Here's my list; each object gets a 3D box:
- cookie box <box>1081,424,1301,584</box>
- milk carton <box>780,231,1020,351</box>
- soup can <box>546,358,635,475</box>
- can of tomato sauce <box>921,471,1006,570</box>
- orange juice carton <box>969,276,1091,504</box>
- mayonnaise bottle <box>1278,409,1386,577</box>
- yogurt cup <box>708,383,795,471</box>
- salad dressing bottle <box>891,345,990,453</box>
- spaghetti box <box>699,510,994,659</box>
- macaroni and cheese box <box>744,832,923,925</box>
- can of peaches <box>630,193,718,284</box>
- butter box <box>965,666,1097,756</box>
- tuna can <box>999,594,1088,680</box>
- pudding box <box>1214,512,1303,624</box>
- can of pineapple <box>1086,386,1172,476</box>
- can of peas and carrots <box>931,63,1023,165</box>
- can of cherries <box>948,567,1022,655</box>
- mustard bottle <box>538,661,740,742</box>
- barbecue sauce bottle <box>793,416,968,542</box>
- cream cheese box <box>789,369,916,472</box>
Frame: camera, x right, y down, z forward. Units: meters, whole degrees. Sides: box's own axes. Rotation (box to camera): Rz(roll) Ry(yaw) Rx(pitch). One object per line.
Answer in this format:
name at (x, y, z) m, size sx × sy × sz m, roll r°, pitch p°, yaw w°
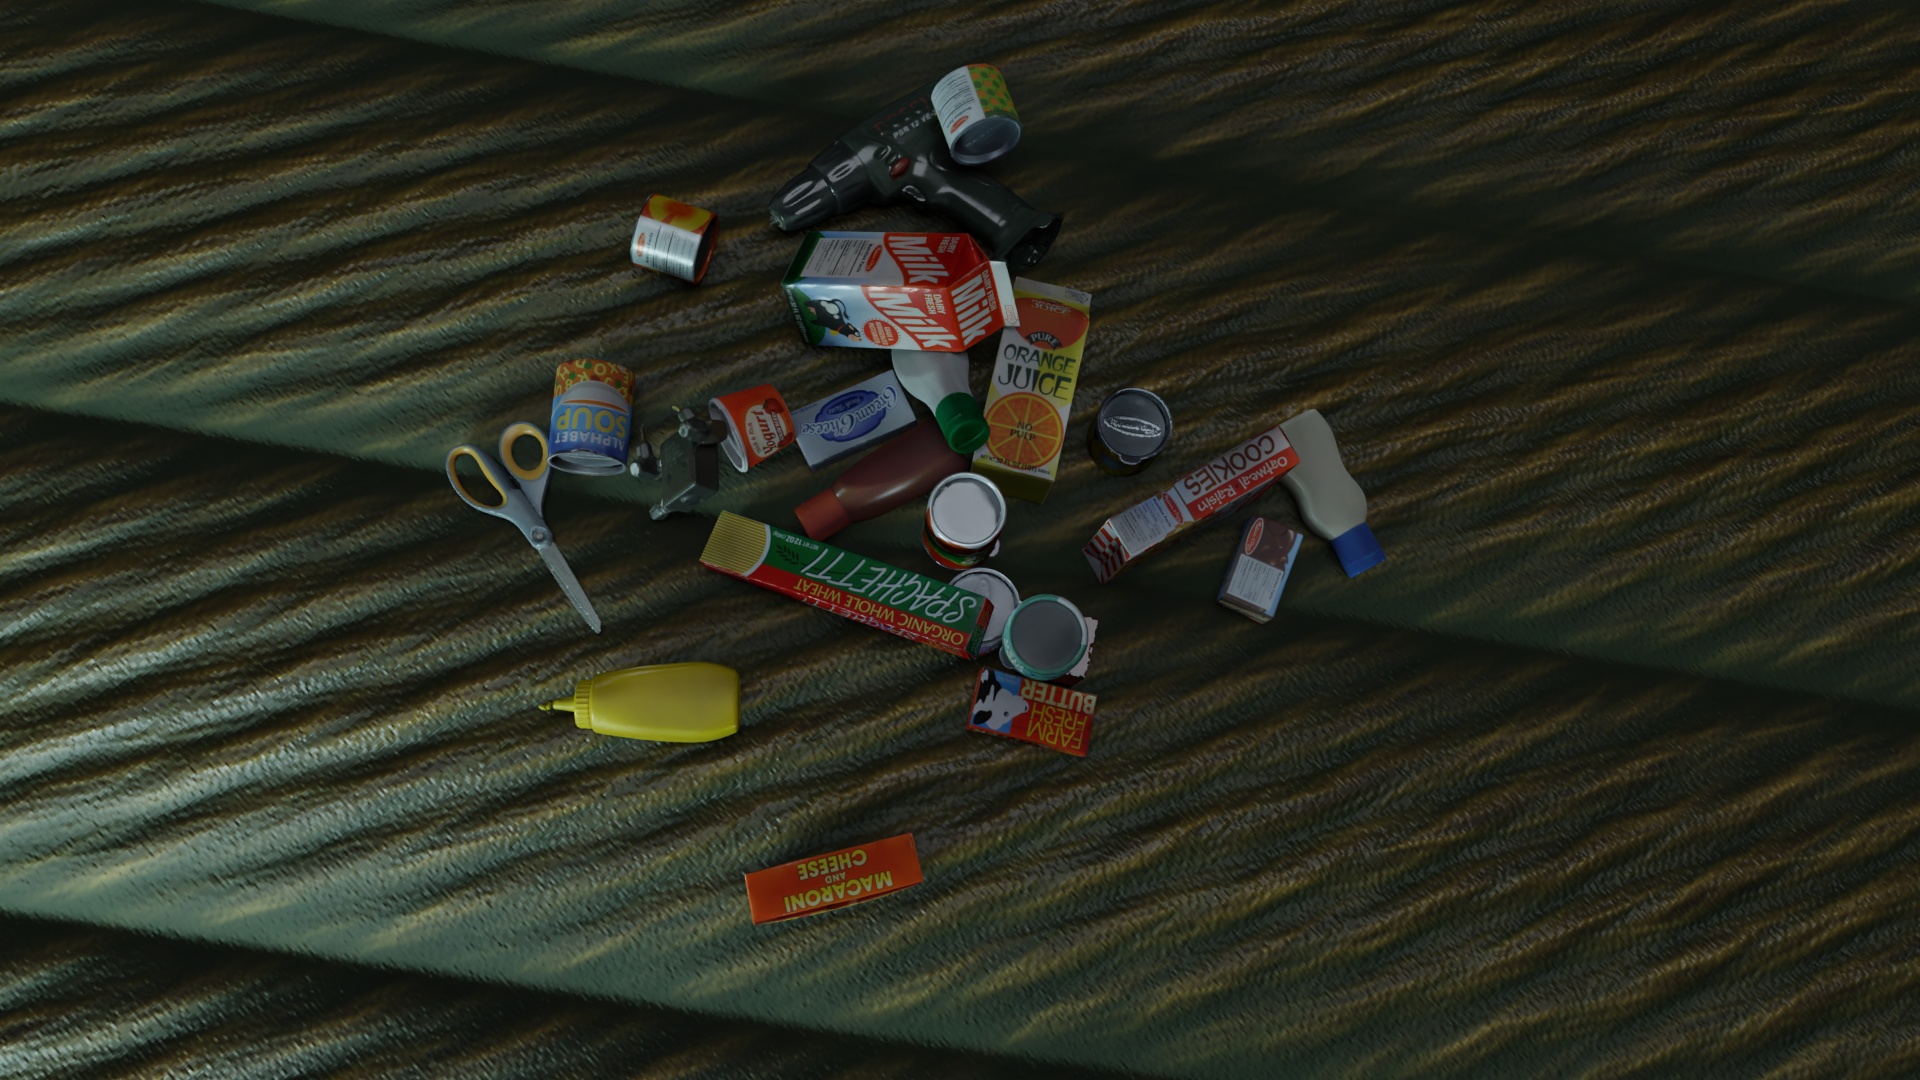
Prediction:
cookie box at (0.192, -0.029, 1.171) m, size 0.168 × 0.122 × 0.040 m, roll -28°, pitch 81°, yaw -11°
milk carton at (-0.046, -0.212, 1.180) m, size 0.190 × 0.072 × 0.074 m, roll 5°, pitch 52°, yaw 19°
soup can at (-0.311, -0.104, 1.172) m, size 0.071 × 0.071 × 0.084 m, roll 3°, pitch 76°, yaw -4°
can of tomato sauce at (0.004, -0.015, 1.171) m, size 0.071 × 0.083 × 0.071 m, roll 1°, pitch 76°, yaw -4°
orange juice carton at (0.062, -0.137, 1.212) m, size 0.072 × 0.073 × 0.193 m, roll 14°, pitch 75°, yaw -1°
mayonnaise bottle at (0.323, -0.039, 1.229) m, size 0.065 × 0.041 × 0.148 m, roll -26°, pitch 81°, yaw -9°
yogurt cup at (-0.177, -0.099, 1.187) m, size 0.054 × 0.072 × 0.072 m, roll -26°, pitch 80°, yaw -19°
salad dressing bottle at (-0.016, -0.134, 1.184) m, size 0.064 × 0.044 × 0.148 m, roll -32°, pitch 47°, yaw 8°
spaghetti box at (-0.095, 0.035, 1.142) m, size 0.250 × 0.028 × 0.050 m, roll 18°, pitch 76°, yaw 17°
macaroni and cheese box at (-0.094, 0.256, 1.052) m, size 0.124 × 0.166 × 0.040 m, roll -13°, pitch 79°, yaw -8°
can of peaches at (-0.250, -0.266, 1.222) m, size 0.058 × 0.071 × 0.071 m, roll 18°, pitch 75°, yaw 0°
butter box at (0.061, 0.145, 1.167) m, size 0.103 × 0.024 × 0.053 m, roll 15°, pitch 75°, yaw -1°
tuna can at (0.065, 0.078, 1.100) m, size 0.071 × 0.032 × 0.071 m, roll 1°, pitch 78°, yaw -4°
pudding box at (0.261, 0.025, 1.212) m, size 0.050 × 0.030 × 0.084 m, roll 23°, pitch 75°, yaw 2°
can of pineapple at (0.146, -0.093, 1.217) m, size 0.071 × 0.057 × 0.071 m, roll 1°, pitch 76°, yaw -4°
can of peas and carrots at (0.016, -0.368, 1.202) m, size 0.071 × 0.070 × 0.059 m, roll -16°, pitch 72°, yaw -9°
can of cherries at (0.017, 0.062, 1.166) m, size 0.071 × 0.058 × 0.071 m, roll 1°, pitch 75°, yaw -5°
mustard bottle at (-0.260, 0.131, 1.129) m, size 0.160 × 0.048 × 0.065 m, roll 1°, pitch 76°, yaw -4°
barbecue sauce bottle at (-0.070, -0.048, 1.189) m, size 0.149 × 0.043 × 0.065 m, roll -30°, pitch 40°, yaw -6°
cream cheese box at (-0.095, -0.105, 1.216) m, size 0.104 × 0.024 × 0.053 m, roll -25°, pitch 81°, yaw -10°
